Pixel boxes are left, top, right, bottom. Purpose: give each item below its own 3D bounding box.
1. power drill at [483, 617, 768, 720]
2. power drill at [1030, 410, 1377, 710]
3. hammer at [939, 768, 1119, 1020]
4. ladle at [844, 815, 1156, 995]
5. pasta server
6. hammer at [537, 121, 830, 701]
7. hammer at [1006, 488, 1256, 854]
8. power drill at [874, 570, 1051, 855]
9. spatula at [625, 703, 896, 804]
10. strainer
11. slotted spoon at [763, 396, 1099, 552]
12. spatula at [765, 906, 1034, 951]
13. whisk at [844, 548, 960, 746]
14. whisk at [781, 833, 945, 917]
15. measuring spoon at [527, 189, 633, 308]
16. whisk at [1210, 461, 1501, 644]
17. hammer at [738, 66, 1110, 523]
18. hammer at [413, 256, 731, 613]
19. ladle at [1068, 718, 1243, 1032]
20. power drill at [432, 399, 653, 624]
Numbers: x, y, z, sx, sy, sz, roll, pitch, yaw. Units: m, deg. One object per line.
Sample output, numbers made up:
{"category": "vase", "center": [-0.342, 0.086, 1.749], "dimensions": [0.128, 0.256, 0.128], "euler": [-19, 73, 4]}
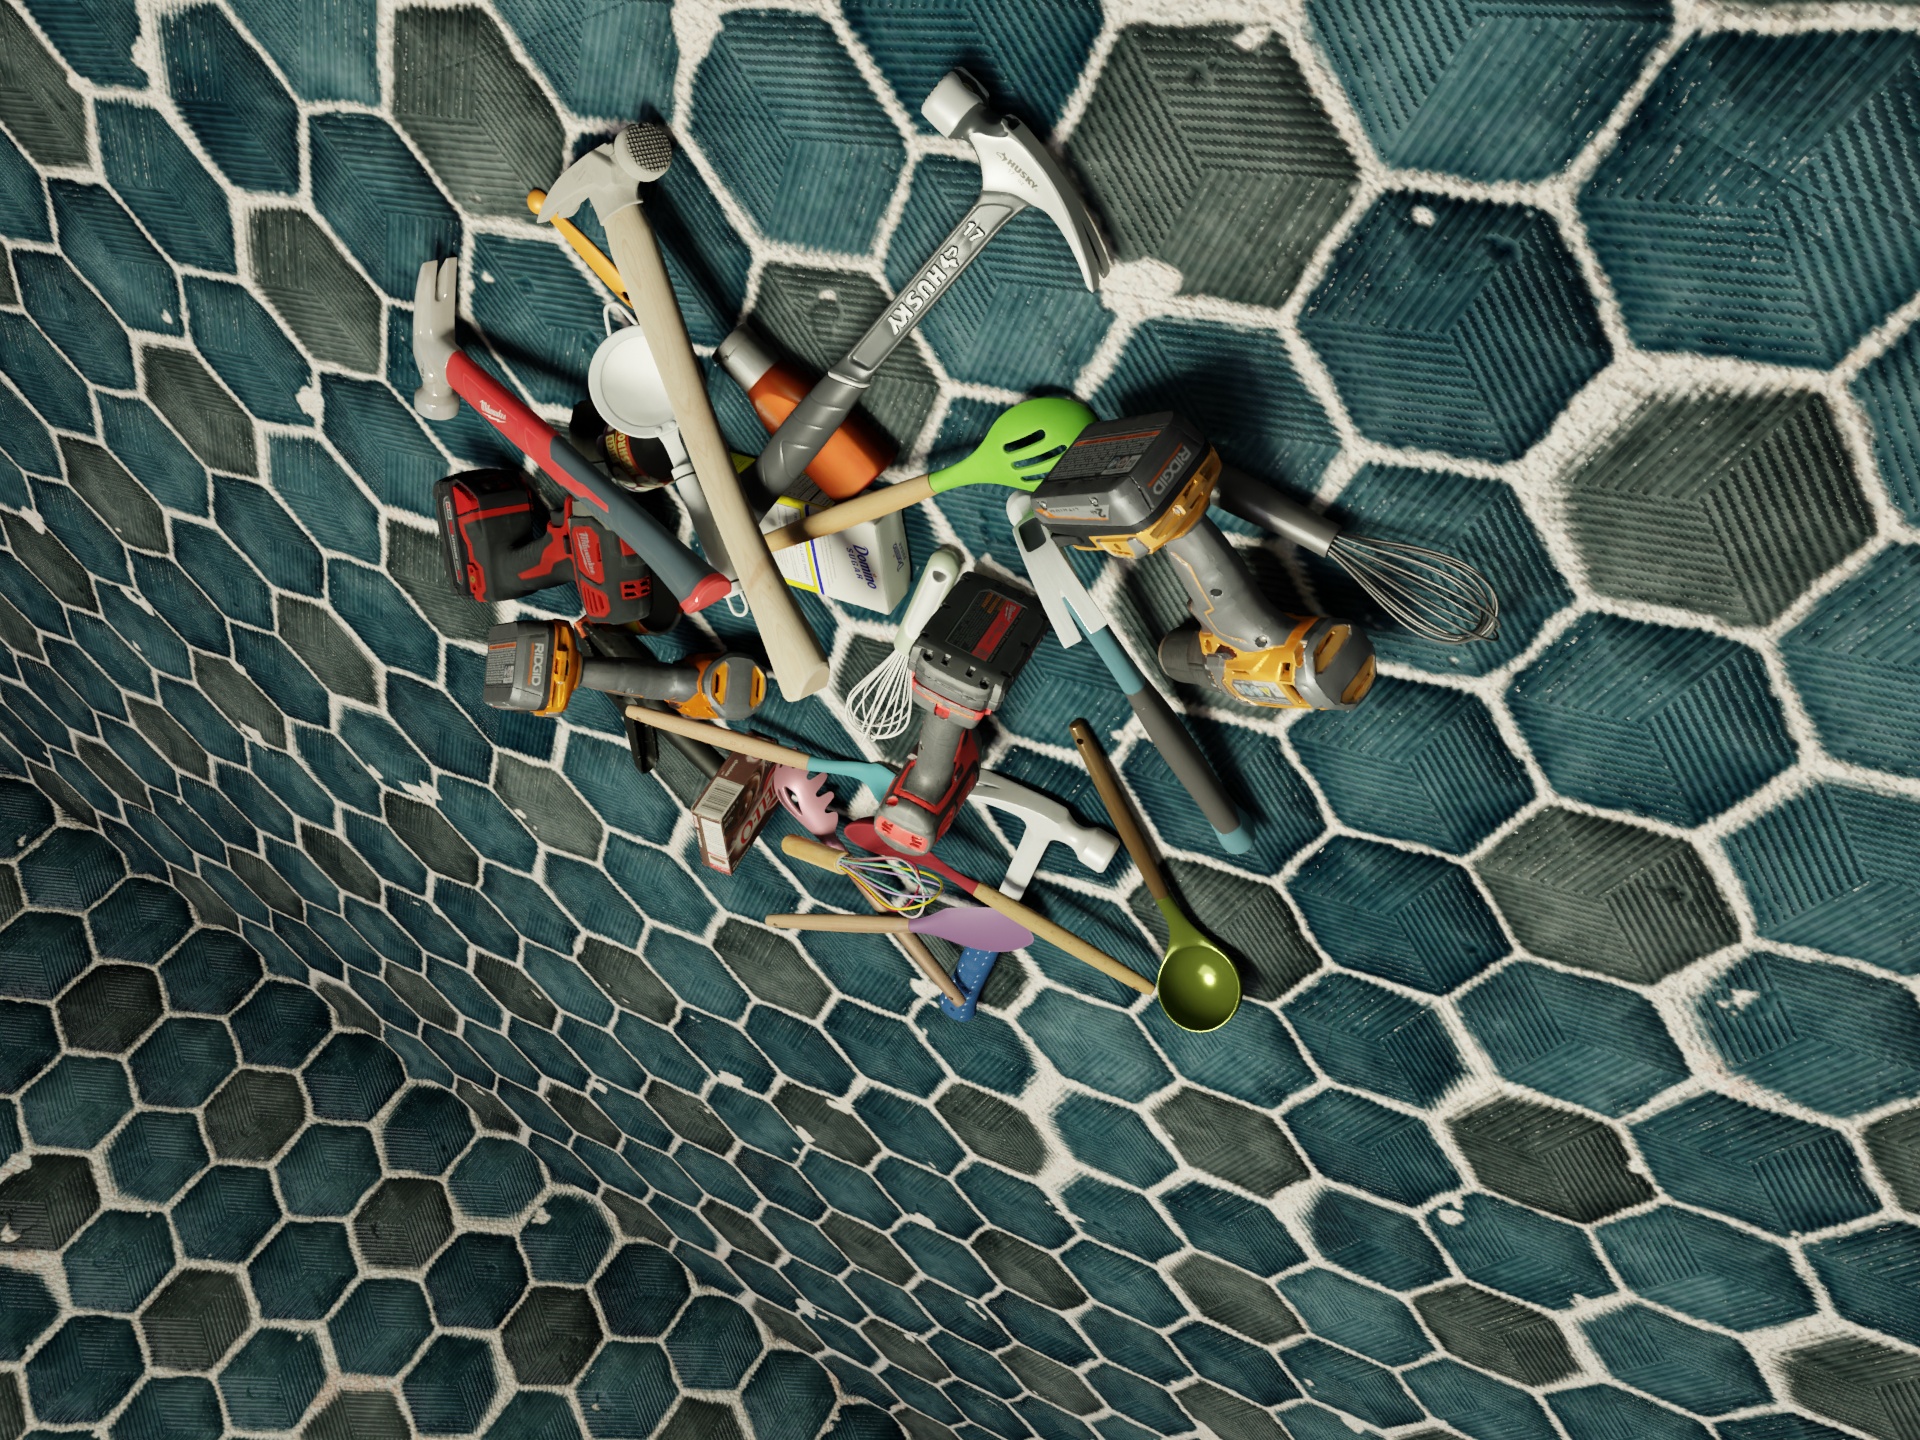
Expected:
{"category": "power drill", "center": [-0.308, -0.039, 1.441], "dimensions": [0.226, 0.084, 0.164], "euler": [6, 177, -30]}
{"category": "power drill", "center": [0.147, -0.093, 1.047], "dimensions": [0.226, 0.084, 0.185], "euler": [44, 164, -24]}
{"category": "hammer", "center": [0.032, 0.185, 1.526], "dimensions": [0.144, 0.035, 0.405], "euler": [31, 144, 8]}
{"category": "ladle", "center": [0.037, 0.166, 1.446], "dimensions": [0.315, 0.031, 0.069], "euler": [29, 156, 7]}
{"category": "pasta server", "center": [-0.087, 0.161, 1.579], "dimensions": [0.060, 0.040, 0.316], "euler": [-18, 114, 50]}
{"category": "hammer", "center": [-0.193, -0.208, 1.159], "dimensions": [0.146, 0.038, 0.410], "euler": [-10, 104, 50]}
{"category": "hammer", "center": [0.133, -0.020, 1.170], "dimensions": [0.033, 0.128, 0.330], "euler": [-30, 122, 13]}
{"category": "power drill", "center": [-0.002, -0.004, 1.263], "dimensions": [0.078, 0.143, 0.219], "euler": [27, 137, 8]}
{"category": "spatula", "center": [-0.171, 0.040, 1.500], "dimensions": [0.317, 0.044, 0.082], "euler": [16, 145, 7]}
{"category": "strainer", "center": [-0.220, -0.201, 1.245], "dimensions": [0.087, 0.050, 0.258], "euler": [-21, 93, 4]}
{"category": "slotted spoon", "center": [-0.038, -0.162, 1.147], "dimensions": [0.314, 0.031, 0.070], "euler": [-13, 125, 35]}
{"category": "spatula", "center": [-0.067, 0.202, 1.560], "dimensions": [0.316, 0.018, 0.059], "euler": [-3, 128, 33]}
{"category": "whisk", "center": [-0.046, -0.057, 1.313], "dimensions": [0.058, 0.059, 0.246], "euler": [24, 140, -3]}
{"category": "whisk", "center": [-0.099, 0.137, 1.472], "dimensions": [0.051, 0.047, 0.245], "euler": [40, 163, -35]}
{"category": "measuring spoon", "center": [-0.287, -0.356, 1.211], "dimensions": [0.117, 0.011, 0.021], "euler": [46, 144, -12]}
{"category": "whisk", "center": [0.234, -0.113, 1.009], "dimensions": [0.239, 0.055, 0.055], "euler": [31, 144, 16]}
{"category": "hammer", "center": [-0.061, -0.242, 1.078], "dimensions": [0.149, 0.036, 0.409], "euler": [43, 136, -8]}
{"category": "hammer", "center": [-0.315, -0.218, 1.263], "dimensions": [0.387, 0.038, 0.143], "euler": [40, 134, 24]}
{"category": "ladle", "center": [0.158, 0.135, 1.346], "dimensions": [0.078, 0.062, 0.320], "euler": [-14, 119, 27]}
{"category": "power drill", "center": [-0.361, -0.183, 1.390], "dimensions": [0.227, 0.080, 0.187], "euler": [7, 109, 38]}
